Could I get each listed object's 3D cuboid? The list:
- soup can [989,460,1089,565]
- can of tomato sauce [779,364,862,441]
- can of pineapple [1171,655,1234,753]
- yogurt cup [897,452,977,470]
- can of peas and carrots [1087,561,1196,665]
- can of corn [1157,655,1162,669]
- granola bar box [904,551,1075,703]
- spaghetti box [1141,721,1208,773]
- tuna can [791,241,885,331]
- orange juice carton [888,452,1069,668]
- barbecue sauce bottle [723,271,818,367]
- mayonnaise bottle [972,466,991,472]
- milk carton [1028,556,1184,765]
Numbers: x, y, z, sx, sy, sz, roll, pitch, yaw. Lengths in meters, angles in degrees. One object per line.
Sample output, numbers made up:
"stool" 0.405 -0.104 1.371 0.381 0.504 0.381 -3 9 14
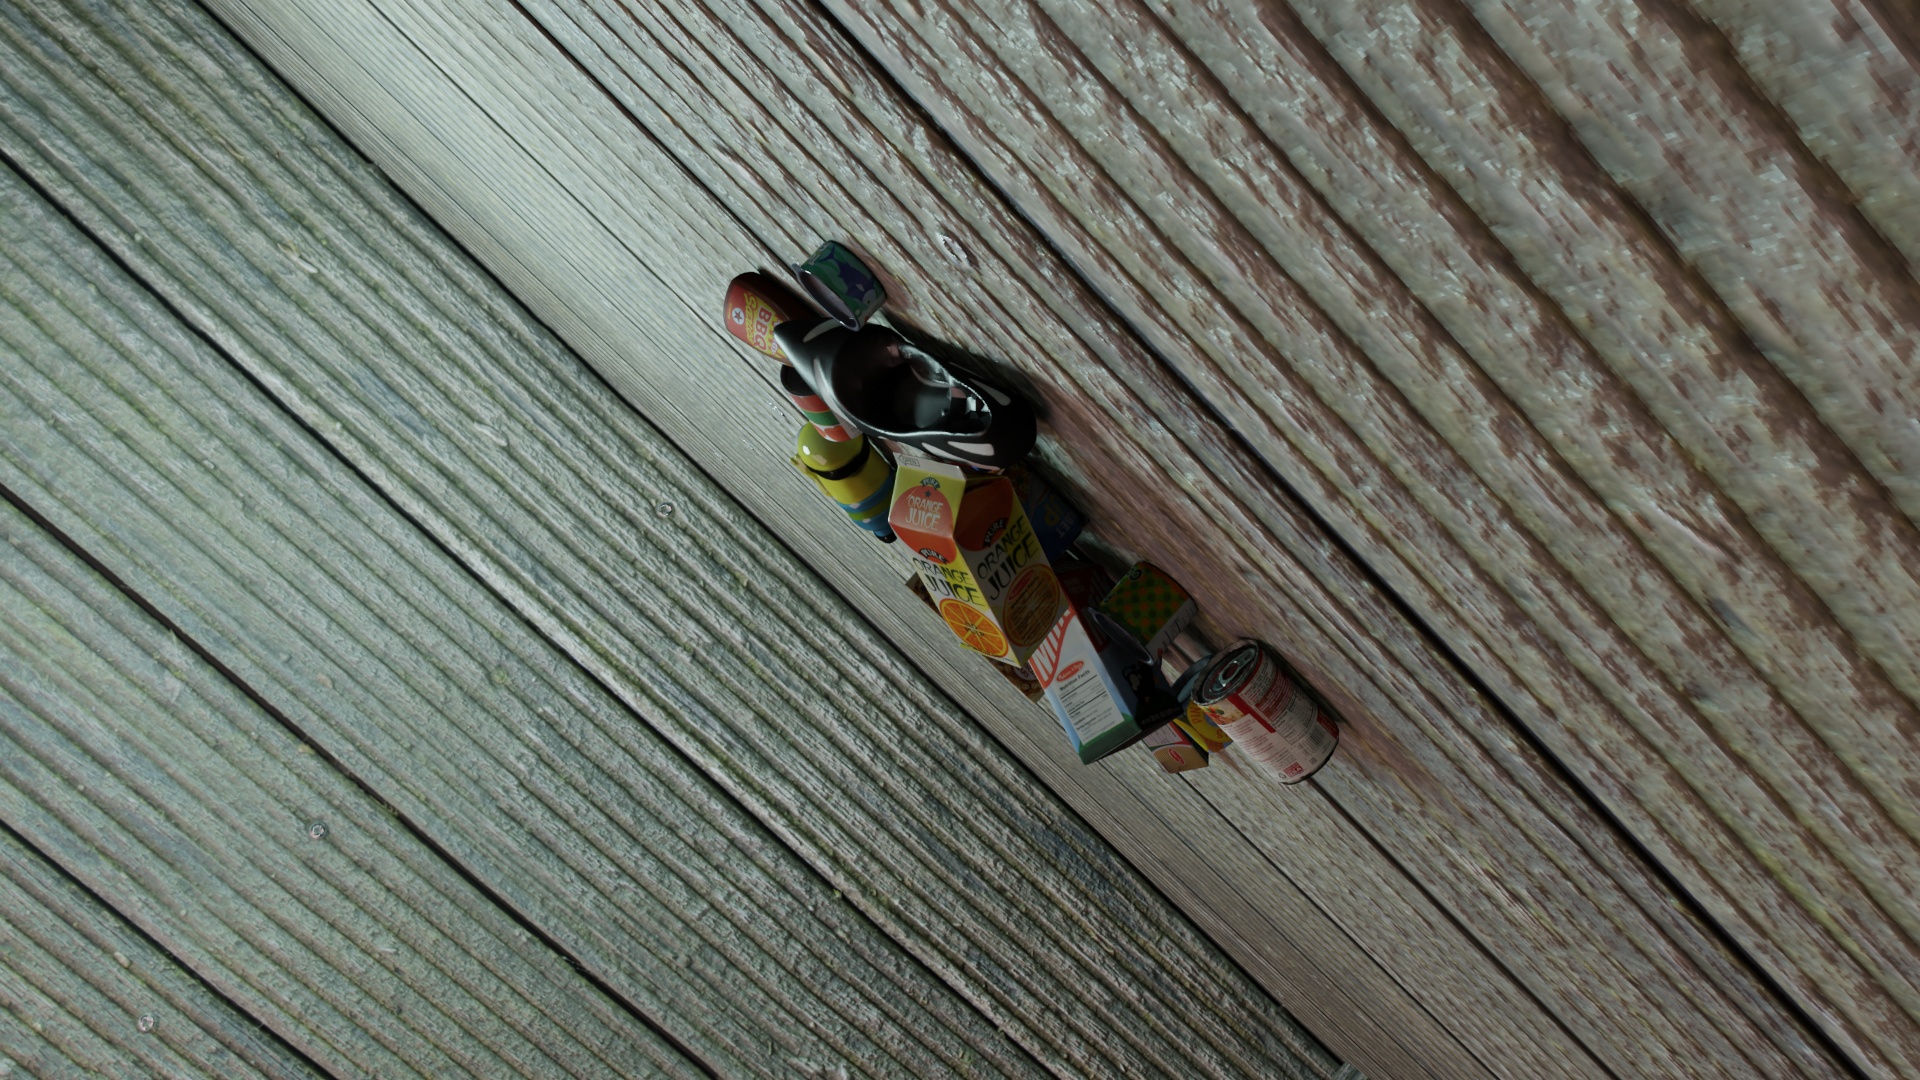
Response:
"soup can" 0.054 -0.024 1.158 0.083 0.071 0.071 45 170 -9
"can of tomato sauce" -0.126 -0.143 1.323 0.071 0.071 0.083 35 169 33
"can of pineapple" 0.220 0.145 1.221 0.058 0.071 0.071 42 170 -5
"yogurt cup" -0.012 -0.060 1.278 0.072 0.054 0.072 40 170 9
"can of peas and carrots" 0.150 0.058 1.145 0.071 0.059 0.071 41 170 9
"can of corn" 0.158 0.119 1.349 0.071 0.071 0.058 42 171 0
"granola bar box" 0.051 0.050 1.290 0.165 0.124 0.039 43 -173 -4
"spaghetti box" 0.194 0.172 1.485 0.050 0.029 0.249 -17 133 28
"tuna can" -0.093 -0.197 1.064 0.071 0.033 0.071 40 170 9
"orange juice carton" 0.010 0.006 1.094 0.072 0.073 0.192 15 145 42
"barbecue sauce bottle" -0.153 -0.188 1.274 0.149 0.044 0.064 35 130 25
"mayonnaise bottle" -0.022 -0.103 1.166 0.148 0.041 0.064 35 166 39
"milk carton" 0.106 0.089 1.208 0.072 0.073 0.191 -11 -113 -50
